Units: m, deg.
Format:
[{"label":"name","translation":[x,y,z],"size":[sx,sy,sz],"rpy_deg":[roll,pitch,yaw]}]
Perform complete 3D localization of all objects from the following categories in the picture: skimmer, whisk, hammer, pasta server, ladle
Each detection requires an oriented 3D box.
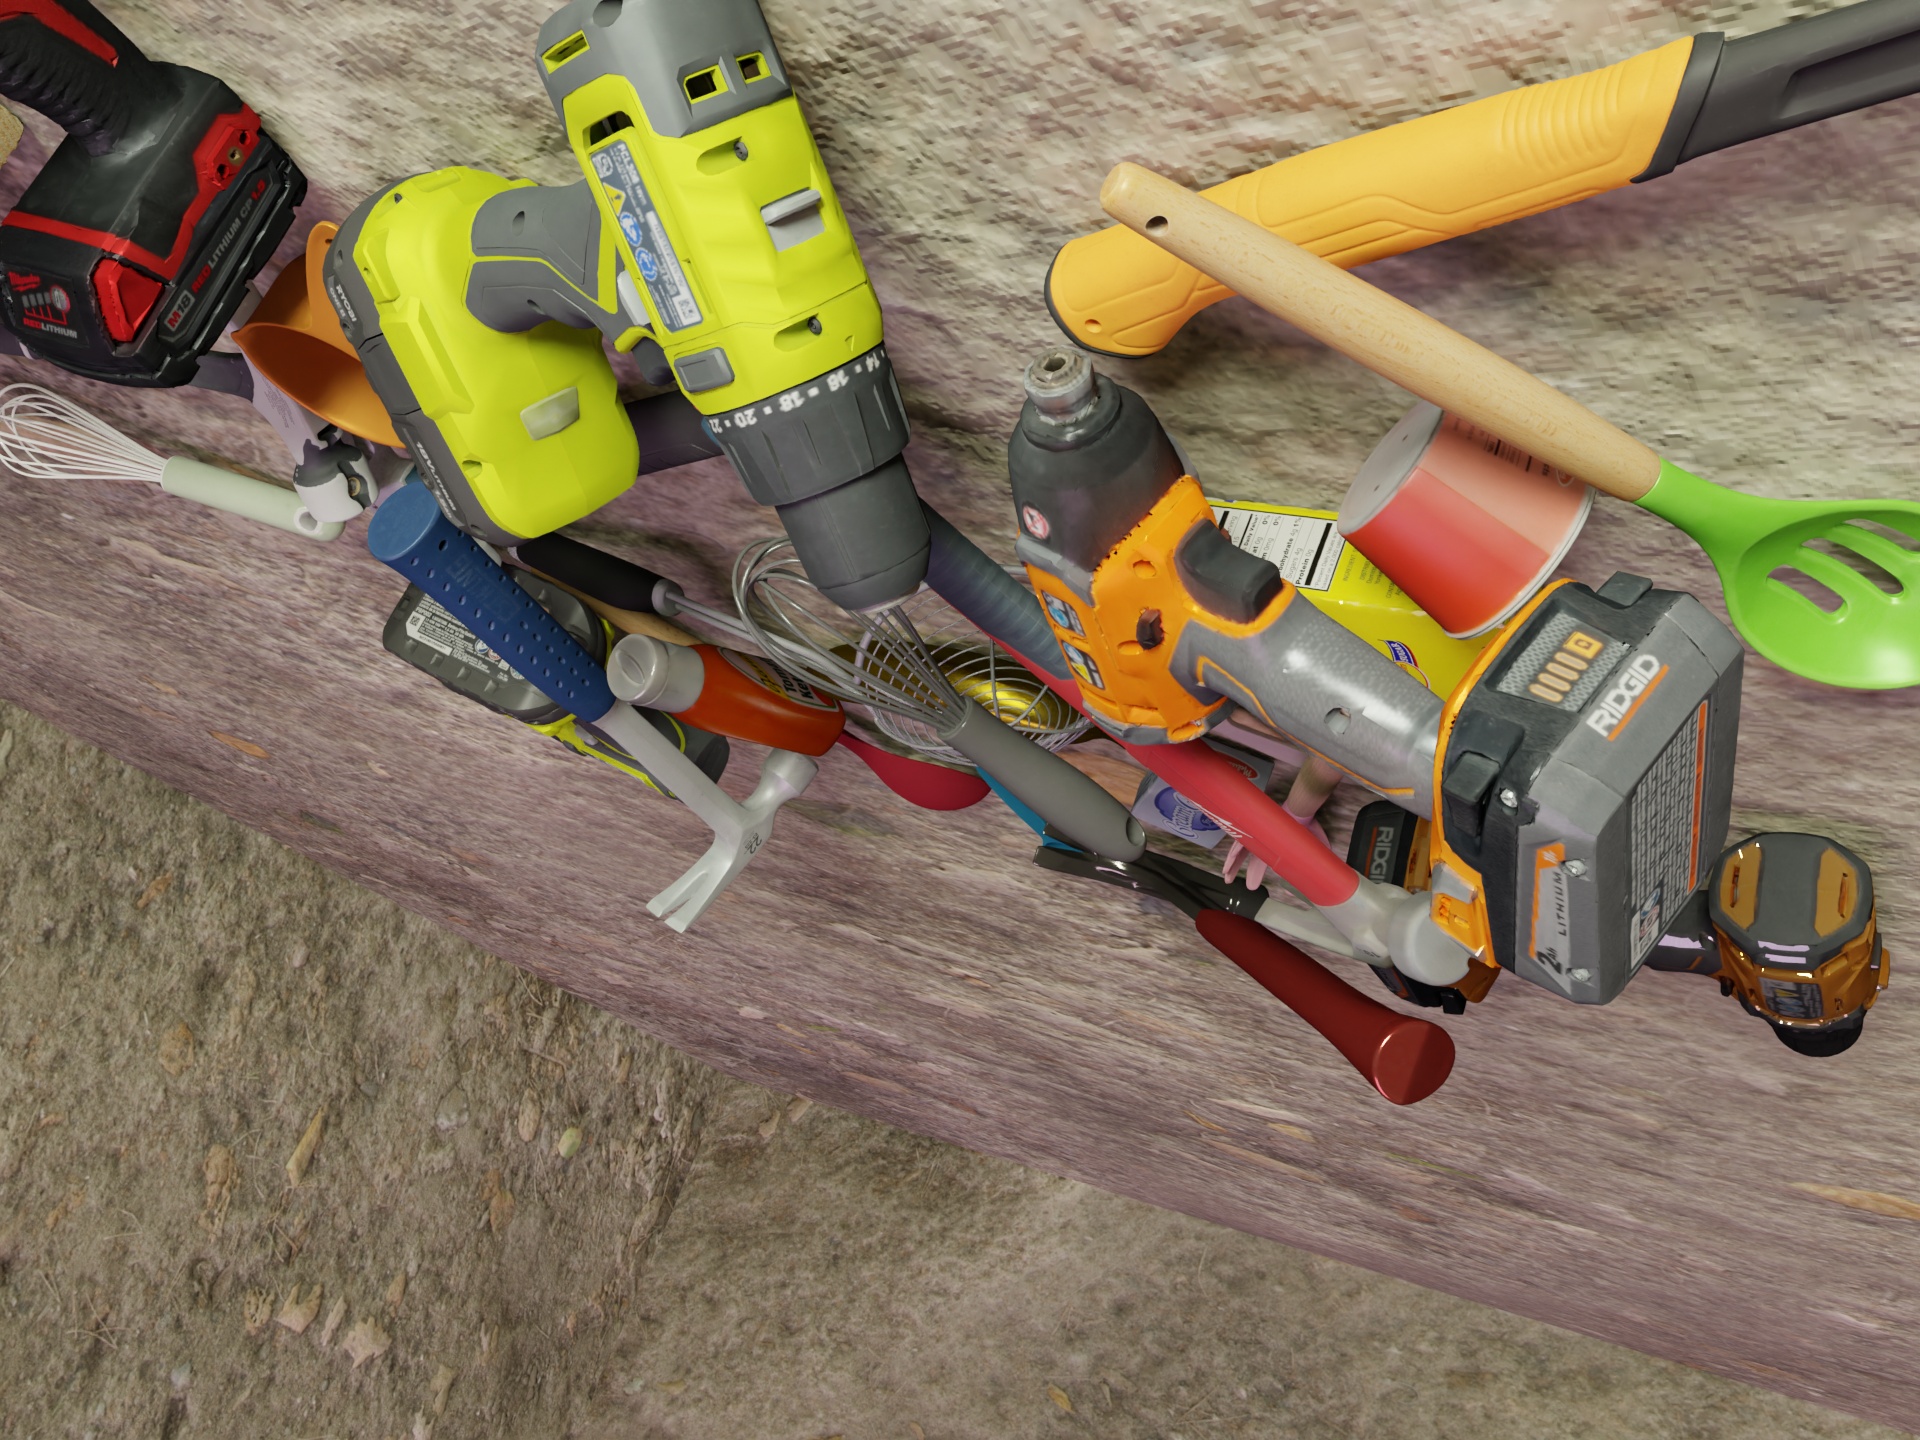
[{"label":"skimmer","translation":[-0.089,-0.064,0.815],"size":[0.363,0.090,0.127],"rpy_deg":[22,150,32]},{"label":"whisk","translation":[-0.501,-0.157,0.999],"size":[0.246,0.057,0.059],"rpy_deg":[18,-166,4]},{"label":"hammer","translation":[0.145,0.116,0.825],"size":[0.149,0.037,0.359],"rpy_deg":[18,-176,-11]},{"label":"hammer","translation":[0.047,-0.017,0.667],"size":[0.386,0.038,0.143],"rpy_deg":[39,170,-17]},{"label":"whisk","translation":[-0.001,-0.003,0.689],"size":[0.238,0.055,0.055],"rpy_deg":[36,156,-27]},{"label":"hammer","translation":[-0.476,-0.202,0.828],"size":[0.409,0.036,0.149],"rpy_deg":[15,140,28]},{"label":"pasta server","translation":[0.165,0.042,0.754],"size":[0.060,0.040,0.316],"rpy_deg":[7,167,7]},{"label":"hammer","translation":[0.141,-0.141,0.374],"size":[0.127,0.034,0.337],"rpy_deg":[35,156,-35]},{"label":"hammer","translation":[-0.193,-0.123,0.754],"size":[0.331,0.033,0.128],"rpy_deg":[-2,141,43]},{"label":"hammer","translation":[-0.200,0.000,0.895],"size":[0.035,0.144,0.405],"rpy_deg":[29,166,28]},{"label":"ladle","translation":[-0.120,-0.017,0.978],"size":[0.315,0.031,0.069],"rpy_deg":[30,160,-16]}]

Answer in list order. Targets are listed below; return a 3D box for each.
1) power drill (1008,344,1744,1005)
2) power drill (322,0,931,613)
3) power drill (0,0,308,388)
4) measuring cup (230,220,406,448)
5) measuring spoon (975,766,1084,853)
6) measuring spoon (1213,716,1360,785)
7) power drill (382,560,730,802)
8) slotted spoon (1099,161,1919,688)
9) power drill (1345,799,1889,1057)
[{"label":"power drill","translation":[0.107,-0.024,0.480],"size":[0.227,0.084,0.164],"rpy_deg":[32,161,37]},{"label":"power drill","translation":[-0.111,-0.122,0.534],"size":[0.228,0.080,0.190],"rpy_deg":[1,121,49]},{"label":"power drill","translation":[-0.334,-0.214,0.528],"size":[0.078,0.143,0.219],"rpy_deg":[17,162,21]},{"label":"measuring cup","translation":[-0.251,-0.177,0.667],"size":[0.095,0.052,0.173],"rpy_deg":[27,158,-12]},{"label":"measuring spoon","translation":[0.051,0.055,1.008],"size":[0.042,0.021,0.128],"rpy_deg":[-1,141,48]},{"label":"measuring spoon","translation":[0.151,0.005,0.776],"size":[0.124,0.018,0.034],"rpy_deg":[22,161,-20]},{"label":"power drill","translation":[-0.259,-0.025,1.011],"size":[0.171,0.080,0.223],"rpy_deg":[24,169,18]},{"label":"slotted spoon","translation":[0.173,-0.080,0.445],"size":[0.313,0.031,0.070],"rpy_deg":[21,139,-21]},{"label":"power drill","translation":[0.319,0.107,0.769],"size":[0.226,0.084,0.185],"rpy_deg":[2,154,34]}]
